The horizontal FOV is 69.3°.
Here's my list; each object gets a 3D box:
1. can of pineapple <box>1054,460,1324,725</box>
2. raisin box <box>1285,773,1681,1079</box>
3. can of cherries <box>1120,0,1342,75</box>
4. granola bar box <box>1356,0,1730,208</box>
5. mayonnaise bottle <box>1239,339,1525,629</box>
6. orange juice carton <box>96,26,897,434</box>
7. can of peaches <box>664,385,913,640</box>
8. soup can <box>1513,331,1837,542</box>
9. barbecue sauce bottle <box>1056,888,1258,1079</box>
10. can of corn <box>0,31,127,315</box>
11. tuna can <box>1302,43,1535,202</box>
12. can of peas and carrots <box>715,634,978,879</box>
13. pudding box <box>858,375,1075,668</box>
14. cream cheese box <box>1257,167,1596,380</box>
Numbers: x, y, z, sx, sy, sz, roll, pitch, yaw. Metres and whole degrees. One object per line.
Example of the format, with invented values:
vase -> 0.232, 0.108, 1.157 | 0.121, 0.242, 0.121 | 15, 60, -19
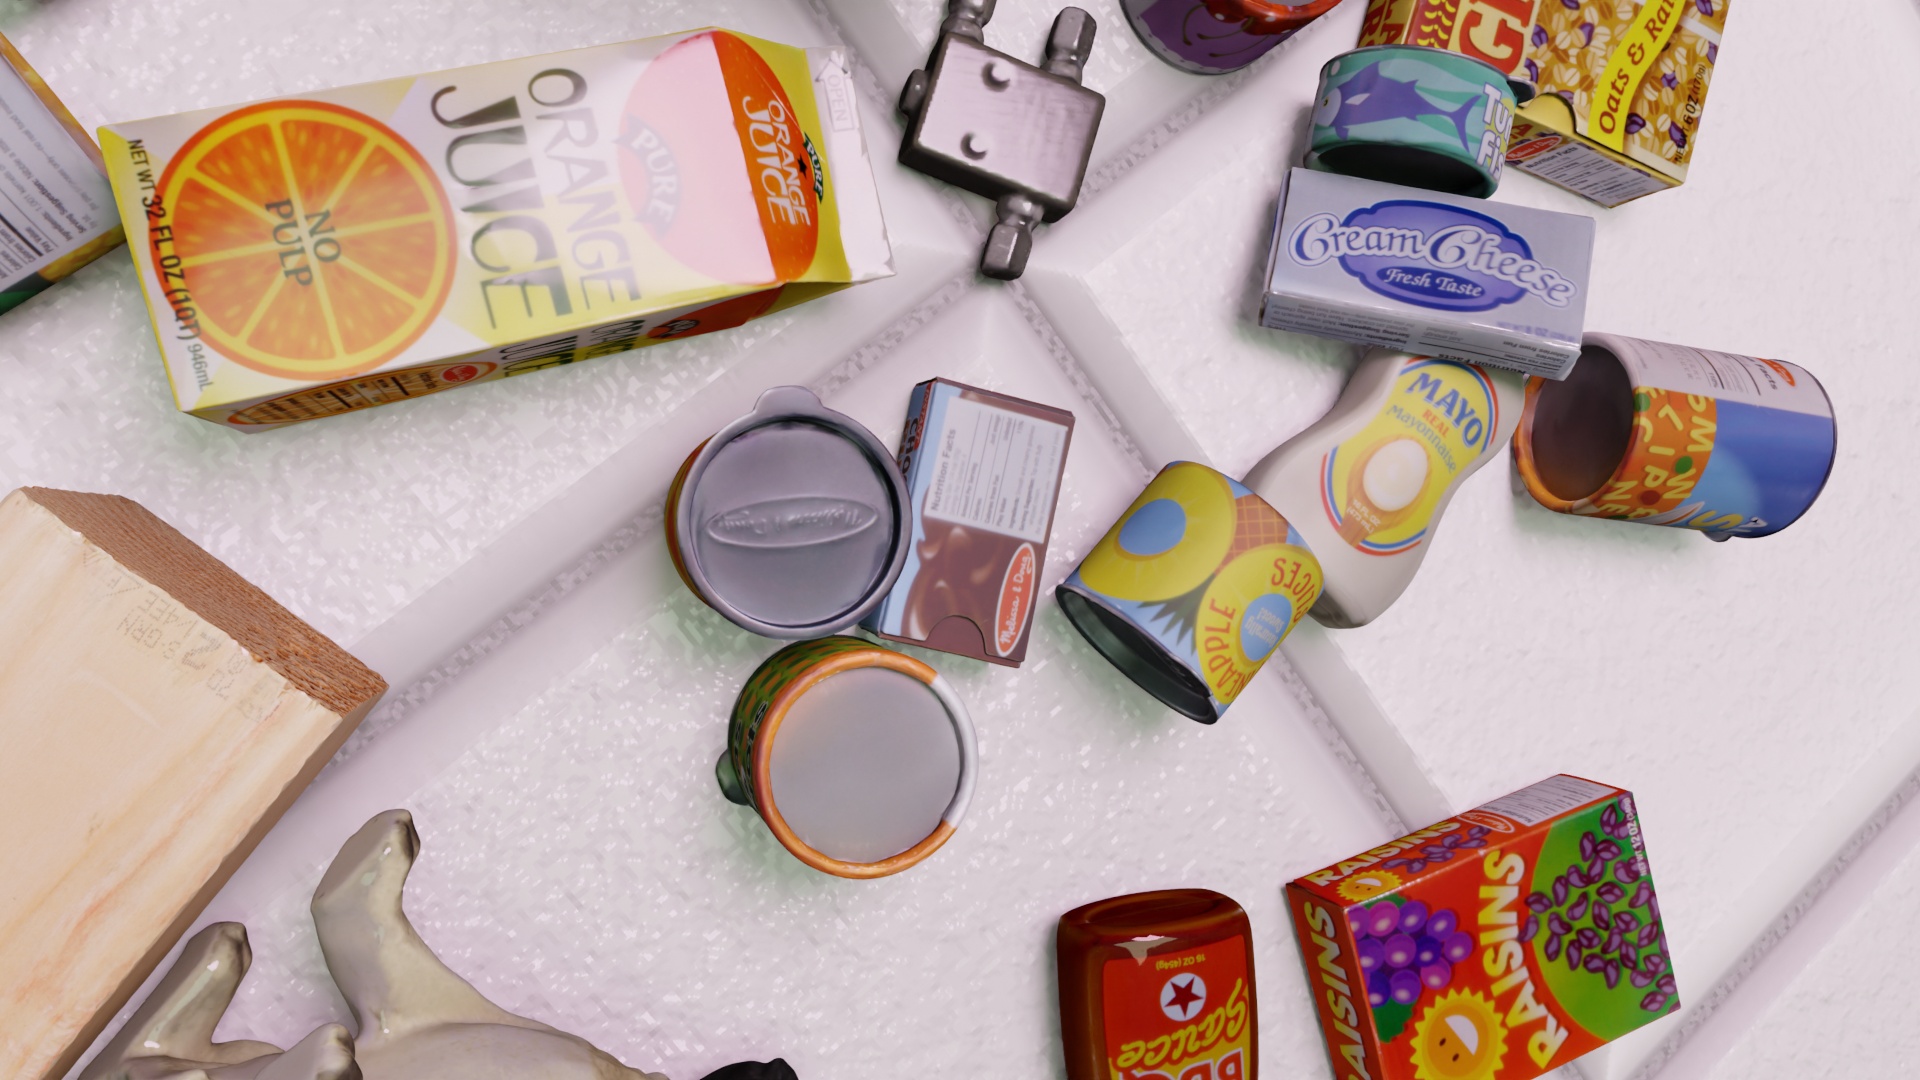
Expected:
can of pineapple -> 0.075, 0.017, 0.445 | 0.071, 0.071, 0.058 | 44, 79, -12
raisin box -> 0.186, 0.144, 0.493 | 0.124, 0.040, 0.086 | -16, 95, -17
can of cherries -> 0.095, -0.194, 0.456 | 0.071, 0.058, 0.071 | 0, 90, -16
granola bar box -> 0.221, -0.222, 0.504 | 0.124, 0.039, 0.165 | 18, 85, -16
mayonnaise bottle -> 0.158, -0.041, 0.483 | 0.065, 0.041, 0.148 | 43, 78, -4
orange juice carton -> -0.115, -0.088, 0.386 | 0.193, 0.073, 0.071 | -16, 95, -16
can of peaches -> -0.053, -0.008, 0.412 | 0.071, 0.058, 0.071 | 0, 90, -16
soup can -> 0.254, -0.035, 0.501 | 0.084, 0.071, 0.071 | 6, 89, -16
barbecue sauce bottle -> 0.068, 0.194, 0.456 | 0.065, 0.043, 0.148 | -5, 92, -17
can of corn -> -0.253, -0.093, 0.351 | 0.058, 0.071, 0.071 | -38, 100, -14
tuna can -> 0.153, -0.138, 0.468 | 0.071, 0.071, 0.033 | 13, 88, -16
can of peas and carrots -> -0.036, 0.064, 0.417 | 0.071, 0.058, 0.071 | 0, 90, -17
pudding box -> 0.002, -0.006, 0.443 | 0.050, 0.030, 0.083 | 13, 86, -17
cream cheese box -> 0.155, -0.090, 0.464 | 0.104, 0.024, 0.053 | 12, 66, 8
